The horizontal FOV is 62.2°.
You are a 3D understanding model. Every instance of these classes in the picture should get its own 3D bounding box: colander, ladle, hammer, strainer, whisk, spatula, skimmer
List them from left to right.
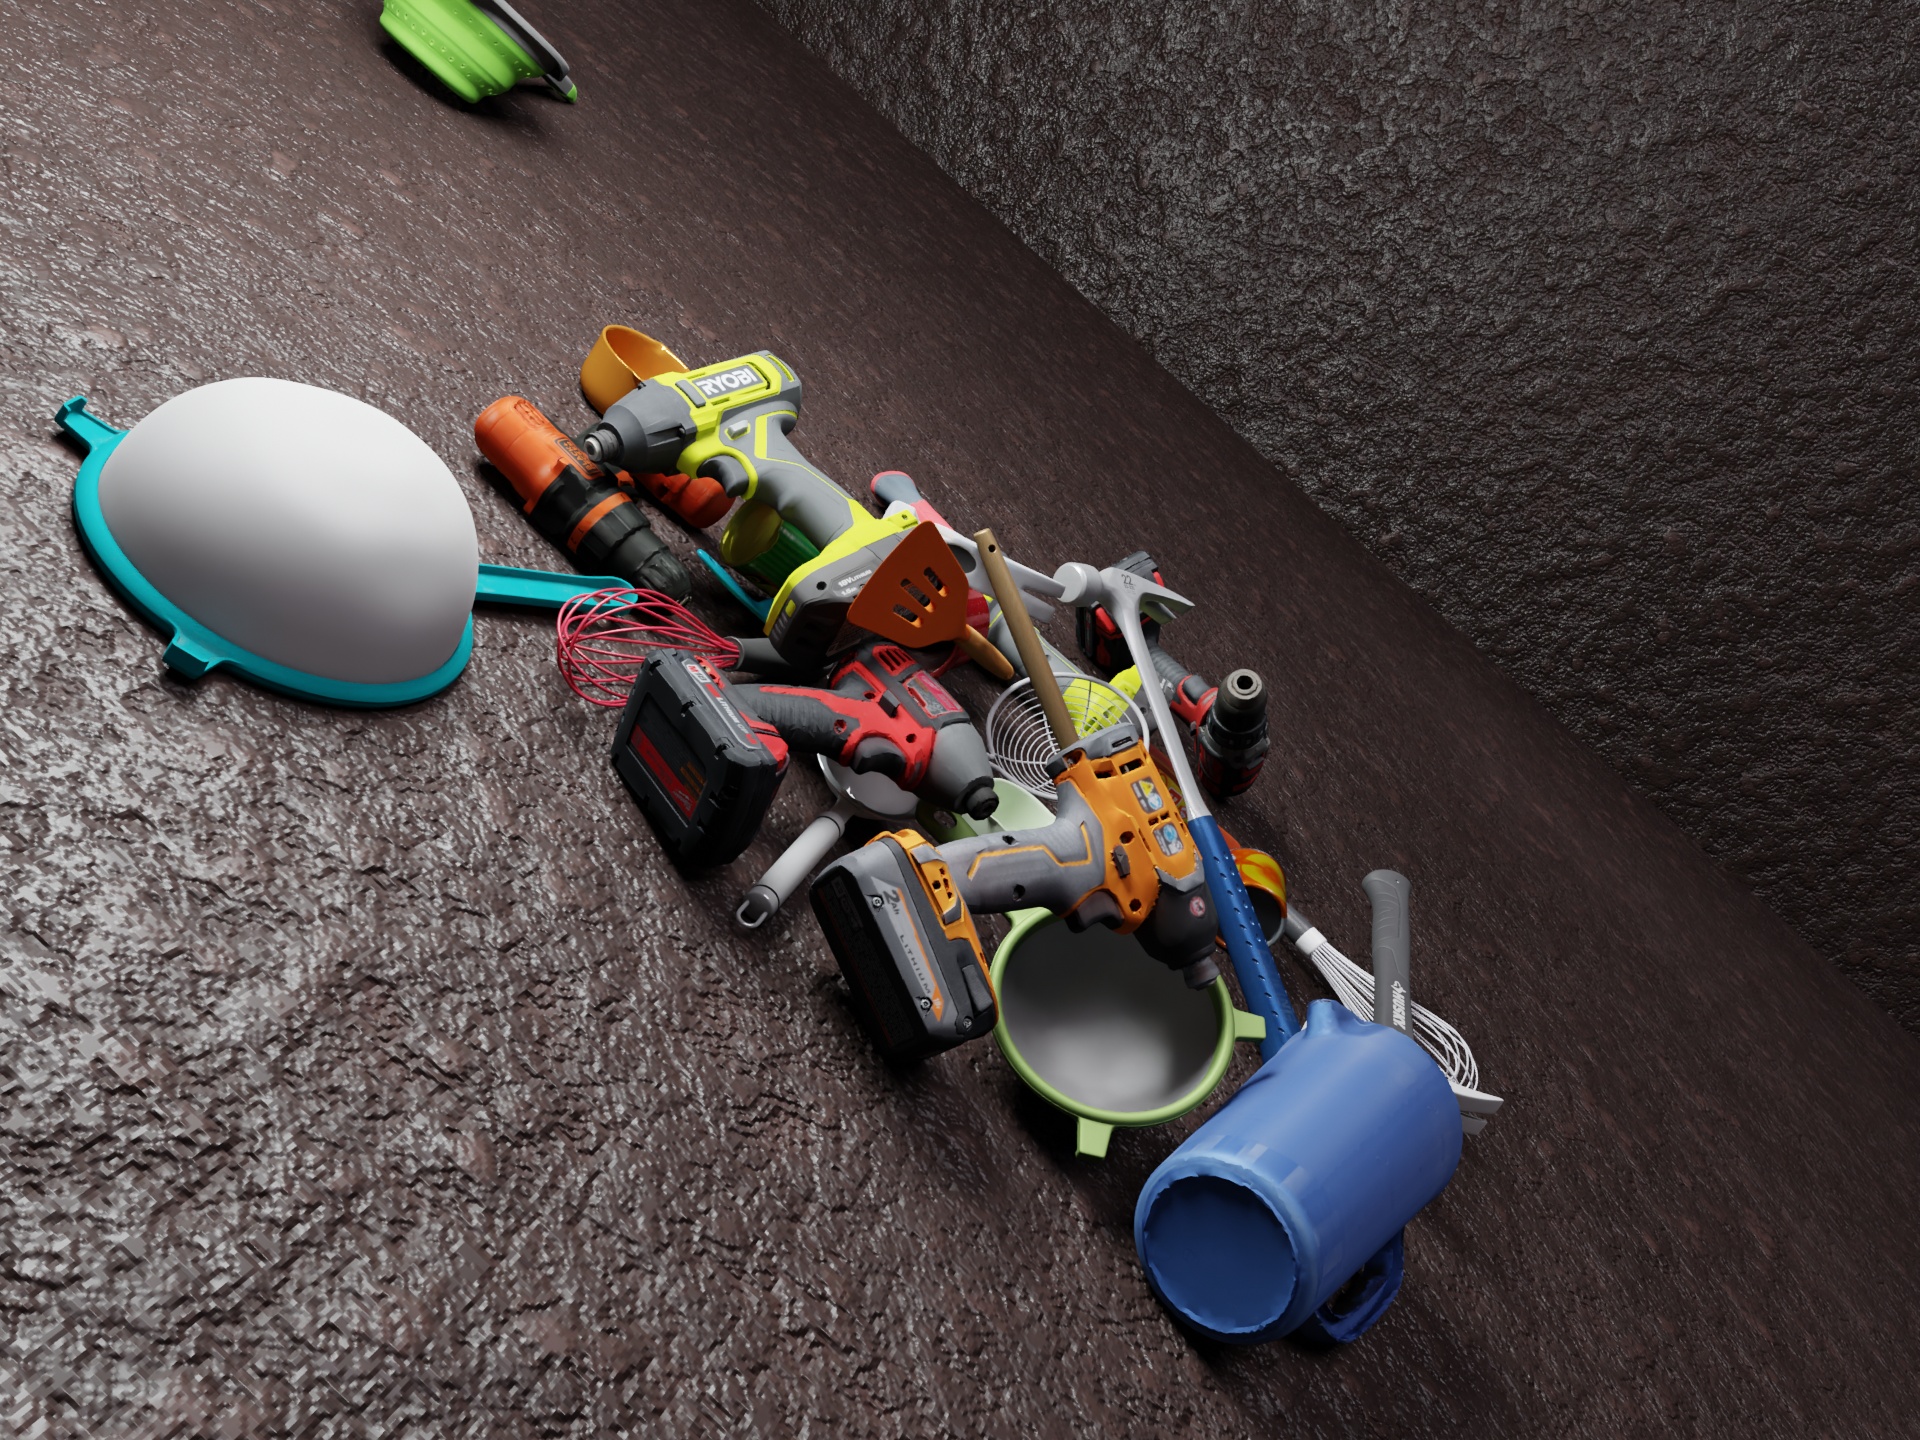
[{"bbox_3d":[-0.295,-0.109,0.881,0.340,0.095,0.211,3,43,-53],"label":"strainer"},{"bbox_3d":[-0.480,-0.670,1.605,0.204,0.094,0.397,41,6,0],"label":"colander"},{"bbox_3d":[-0.160,-0.044,1.026,0.073,0.073,0.295,49,19,17],"label":"whisk"},{"bbox_3d":[-0.081,0.063,0.980,0.087,0.050,0.258,38,29,1],"label":"strainer"},{"bbox_3d":[-0.017,-0.159,1.319,0.143,0.038,0.386,24,10,-14],"label":"hammer"},{"bbox_3d":[-0.002,-0.064,1.127,0.041,0.081,0.322,40,2,13],"label":"spatula"},{"bbox_3d":[-0.002,-0.004,1.149,0.363,0.090,0.127,12,37,-49],"label":"skimmer"},{"bbox_3d":[0.051,0.151,0.981,0.151,0.069,0.257,-28,61,-30],"label":"strainer"},{"bbox_3d":[0.081,0.011,1.137,0.062,0.078,0.320,0,-65,67],"label":"ladle"},{"bbox_3d":[0.184,0.065,1.218,0.144,0.035,0.406,3,63,-47],"label":"hammer"},{"bbox_3d":[0.312,0.208,1.313,0.285,0.070,0.070,47,23,26],"label":"whisk"},{"bbox_3d":[0.345,0.202,1.253,0.146,0.035,0.335,30,24,3],"label":"hammer"}]

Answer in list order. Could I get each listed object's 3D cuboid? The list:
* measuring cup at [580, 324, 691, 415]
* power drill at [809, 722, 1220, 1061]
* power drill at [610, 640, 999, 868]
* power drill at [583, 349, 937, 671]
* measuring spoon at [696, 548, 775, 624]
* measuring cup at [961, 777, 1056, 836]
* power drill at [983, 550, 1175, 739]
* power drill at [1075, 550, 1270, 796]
[{"bbox_3d":[-0.225,-0.243,1.275,0.173,0.052,0.095,36,24,-17],"label":"measuring cup"},{"bbox_3d":[0.046,0.109,0.908,0.226,0.084,0.164,-21,81,-31],"label":"power drill"},{"bbox_3d":[-0.081,0.016,0.946,0.219,0.078,0.143,-6,43,-45],"label":"power drill"},{"bbox_3d":[-0.131,-0.146,1.068,0.223,0.080,0.171,47,46,14],"label":"power drill"},{"bbox_3d":[-0.144,-0.091,1.115,0.042,0.021,0.128,59,7,33],"label":"measuring spoon"},{"bbox_3d":[0.057,0.114,1.104,0.083,0.038,0.168,9,41,-51],"label":"measuring cup"},{"bbox_3d":[0.072,-0.063,1.386,0.228,0.080,0.190,38,23,0],"label":"power drill"},{"bbox_3d":[0.202,-0.048,1.461,0.227,0.080,0.187,52,-12,24],"label":"power drill"}]
